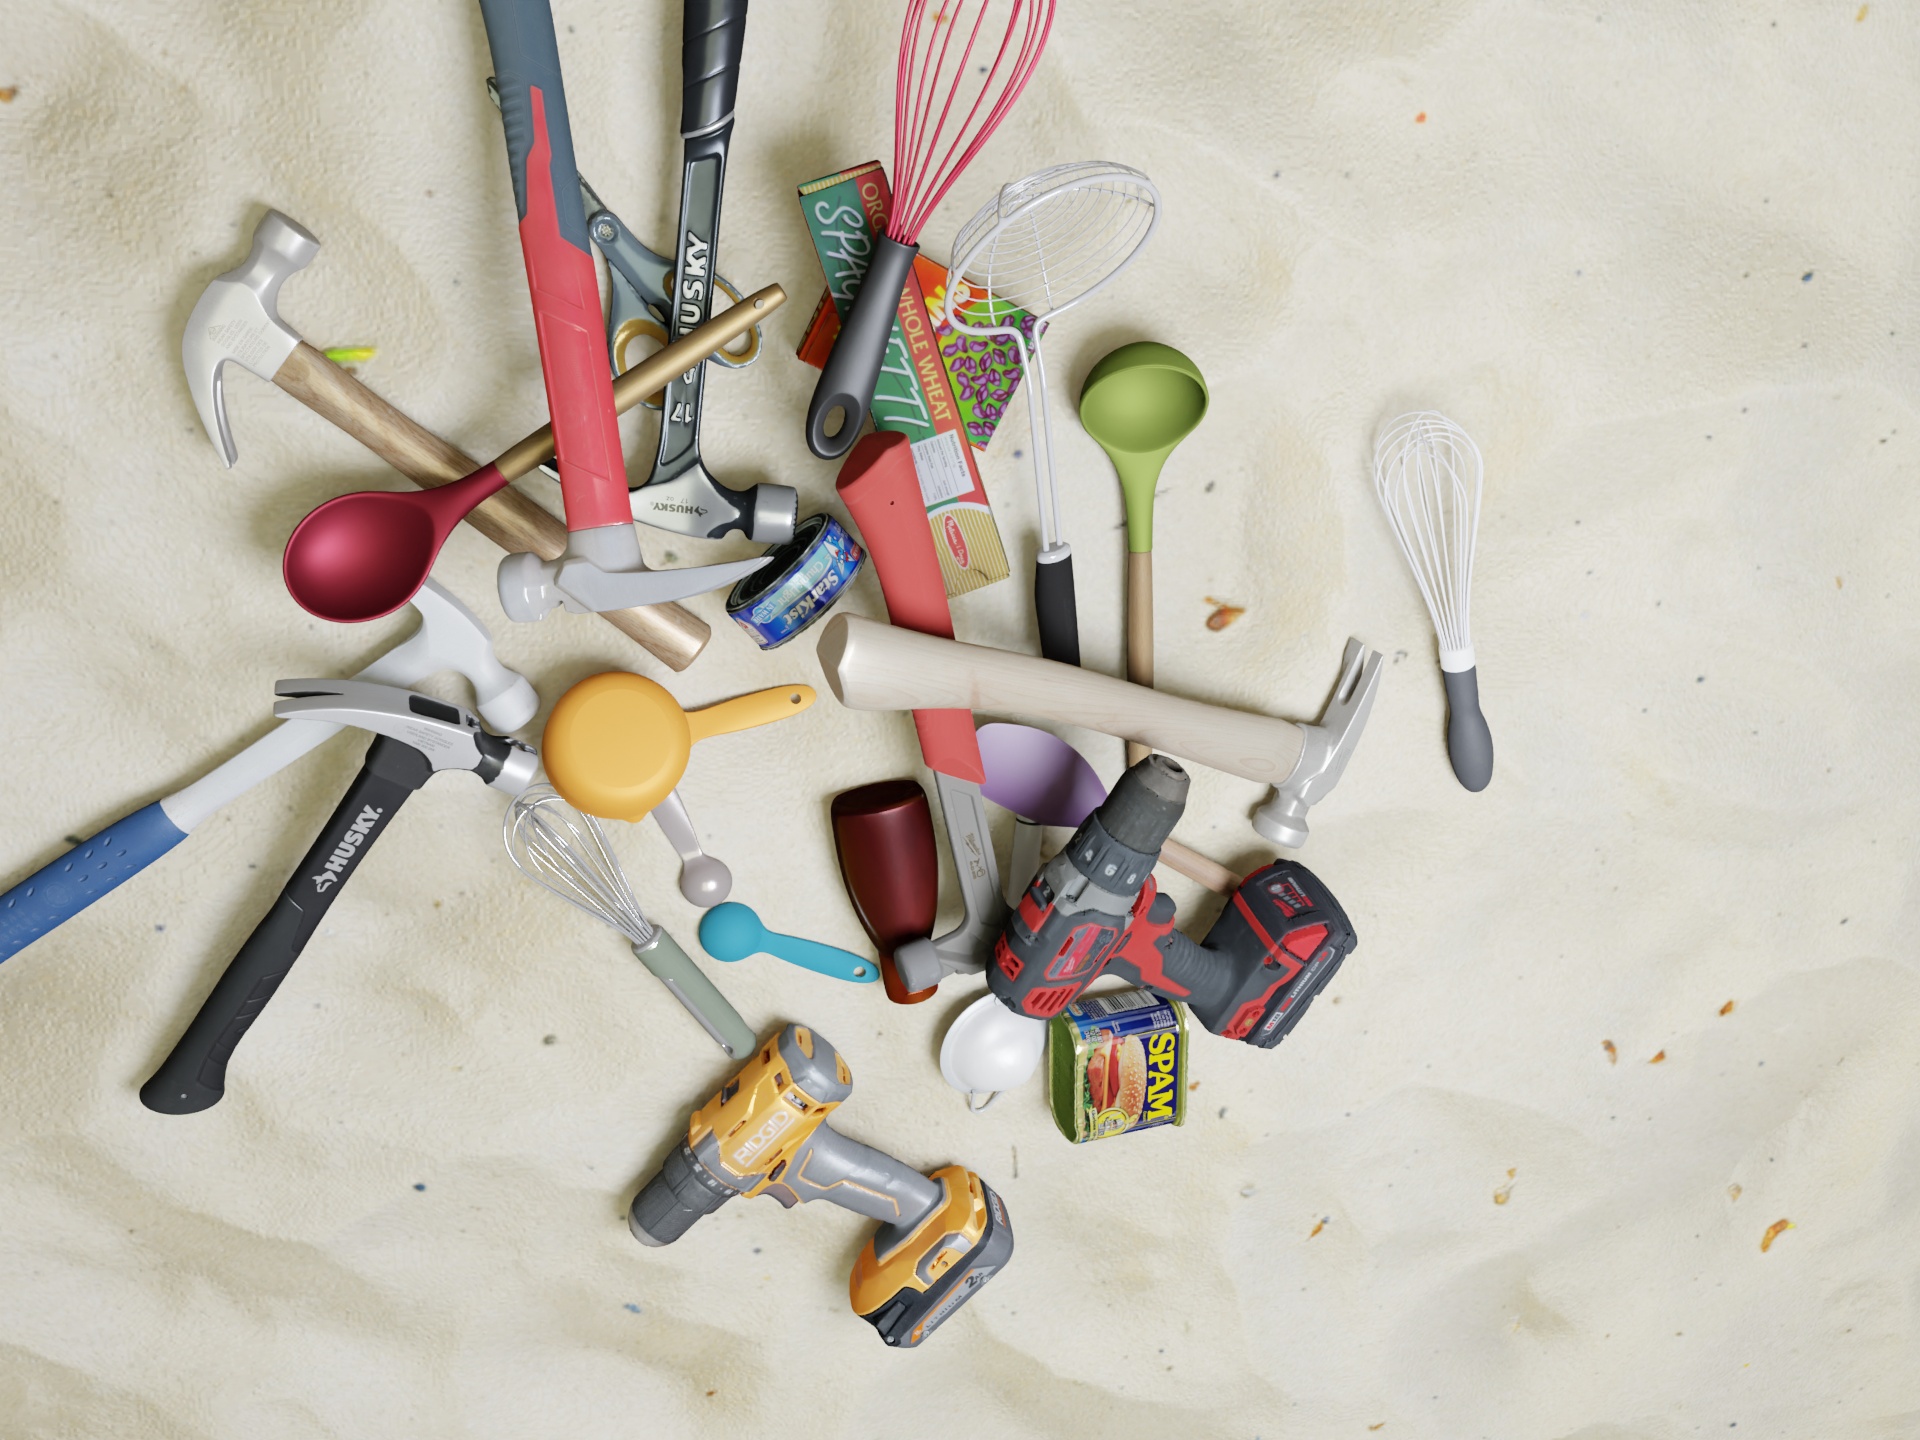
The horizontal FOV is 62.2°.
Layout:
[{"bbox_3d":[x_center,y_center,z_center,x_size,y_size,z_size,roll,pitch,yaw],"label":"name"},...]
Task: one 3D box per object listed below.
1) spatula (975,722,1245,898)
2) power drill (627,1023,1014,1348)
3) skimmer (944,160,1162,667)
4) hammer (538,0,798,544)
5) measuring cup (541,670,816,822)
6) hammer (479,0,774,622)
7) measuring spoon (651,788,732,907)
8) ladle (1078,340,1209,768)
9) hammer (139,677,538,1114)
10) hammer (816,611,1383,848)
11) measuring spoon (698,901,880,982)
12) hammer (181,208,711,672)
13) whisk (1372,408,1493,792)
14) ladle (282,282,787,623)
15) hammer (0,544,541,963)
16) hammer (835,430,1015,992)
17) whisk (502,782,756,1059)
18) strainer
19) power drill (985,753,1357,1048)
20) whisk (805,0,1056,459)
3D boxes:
[{"bbox_3d":[0.132,0.082,1.073,0.315,0.018,0.059,29,108,-24],"label":"spatula"},{"bbox_3d":[-0.099,0.338,1.098,0.185,0.084,0.226,-45,108,8],"label":"power drill"},{"bbox_3d":[0.062,-0.139,0.915,0.127,0.090,0.363,-21,126,-19],"label":"skimmer"},{"bbox_3d":[-0.143,-0.301,0.859,0.149,0.036,0.408,6,109,-8],"label":"hammer"},{"bbox_3d":[-0.166,0.003,0.964,0.173,0.052,0.095,-16,87,-15],"label":"measuring cup"},{"bbox_3d":[-0.195,-0.251,0.826,0.143,0.038,0.386,-8,95,5],"label":"hammer"},{"bbox_3d":[-0.181,0.069,1.014,0.034,0.018,0.124,-24,112,-2],"label":"measuring spoon"},{"bbox_3d":[0.115,-0.079,1.005,0.078,0.062,0.320,-2,113,1],"label":"ladle"},{"bbox_3d":[-0.402,0.114,0.949,0.146,0.035,0.334,27,111,-34],"label":"hammer"},{"bbox_3d":[0.097,-0.016,0.963,0.410,0.038,0.146,12,107,-37],"label":"hammer"},{"bbox_3d":[-0.112,0.156,1.058,0.128,0.021,0.042,20,104,-16],"label":"measuring spoon"},{"bbox_3d":[-0.286,-0.132,0.913,0.331,0.031,0.130,37,98,-21],"label":"hammer"},{"bbox_3d":[0.326,-0.072,1.053,0.070,0.070,0.284,-20,117,-4],"label":"whisk"},{"bbox_3d":[-0.230,-0.151,0.871,0.315,0.031,0.069,-31,101,4],"label":"ladle"},{"bbox_3d":[-0.458,0.046,0.939,0.405,0.035,0.144,-33,113,1],"label":"hammer"},{"bbox_3d":[-0.002,-0.003,0.958,0.149,0.037,0.358,-21,120,-16],"label":"hammer"},{"bbox_3d":[-0.206,0.135,1.019,0.059,0.058,0.246,-50,121,-28],"label":"whisk"},{"bbox_3d":[0.036,0.164,1.084,0.086,0.050,0.258,-2,107,-28],"label":"strainer"},{"bbox_3d":[0.145,0.118,1.013,0.226,0.080,0.188,15,117,-32],"label":"power drill"},{"bbox_3d":[-0.024,-0.268,0.823,0.073,0.073,0.295,15,118,-17],"label":"whisk"}]
